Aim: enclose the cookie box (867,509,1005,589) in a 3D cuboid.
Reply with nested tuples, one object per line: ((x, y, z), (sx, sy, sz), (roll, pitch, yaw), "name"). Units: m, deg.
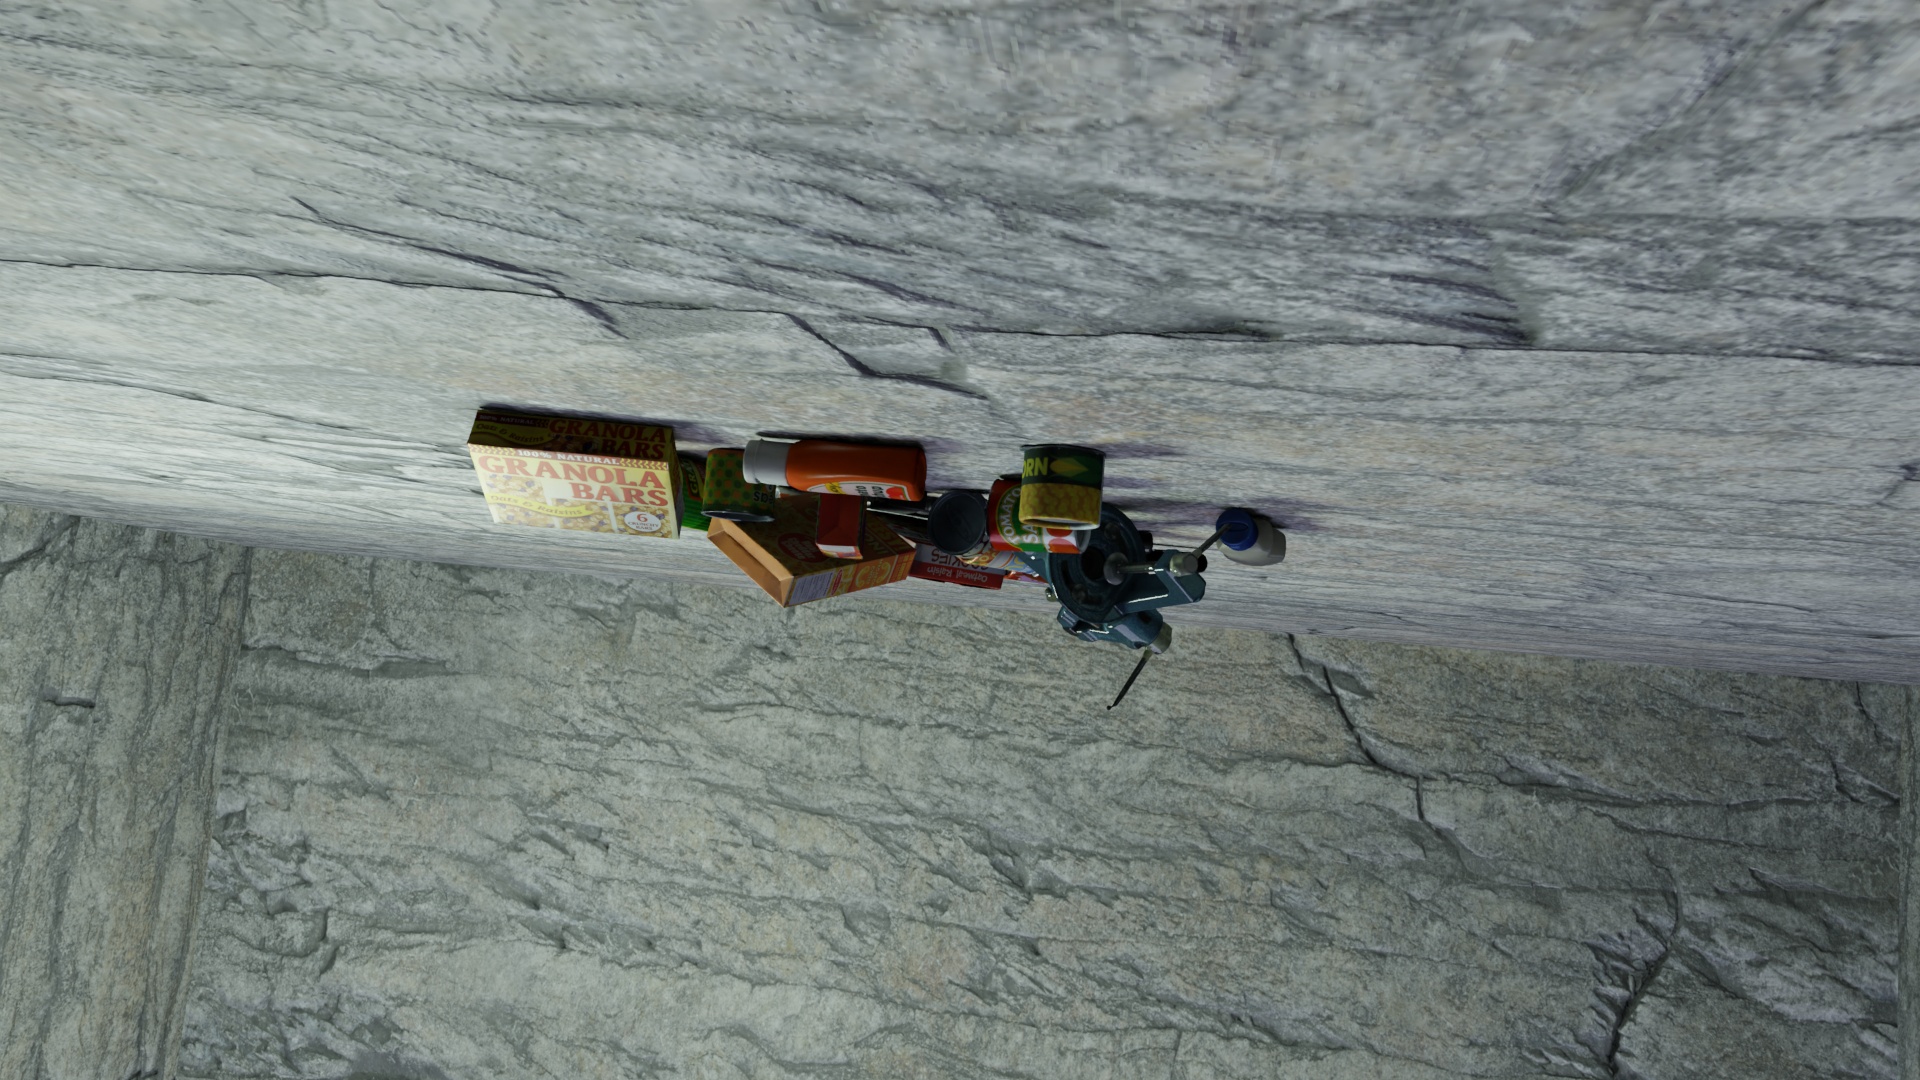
((-0.042, 0.009, 1.556), (0.123, 0.040, 0.167), (9, -170, -32), "cookie box")

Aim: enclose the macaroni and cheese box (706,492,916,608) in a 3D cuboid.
((-0.144, 0.004, 1.360), (0.124, 0.040, 0.167), (39, -149, 30), "macaroni and cheese box")

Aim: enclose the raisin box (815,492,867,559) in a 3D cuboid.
((-0.105, -0.030, 1.247), (0.040, 0.086, 0.123), (4, 174, -1), "raisin box")

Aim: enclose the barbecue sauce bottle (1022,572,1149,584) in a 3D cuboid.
((0.145, 0.031, 1.585), (0.148, 0.064, 0.044), (18, -152, -21), "barbecue sauce bottle")

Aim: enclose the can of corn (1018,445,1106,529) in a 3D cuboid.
((0.079, -0.042, 1.108), (0.071, 0.058, 0.071), (5, 174, 1), "can of corn")

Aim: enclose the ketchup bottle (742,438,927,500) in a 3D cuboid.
((-0.105, -0.061, 1.159), (0.149, 0.043, 0.064), (5, 170, 7), "ketchup bottle")

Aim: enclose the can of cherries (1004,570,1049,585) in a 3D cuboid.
((0.082, 0.014, 1.622), (0.058, 0.071, 0.071), (9, 173, -19), "can of cherries")

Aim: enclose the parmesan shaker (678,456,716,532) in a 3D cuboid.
((-0.261, -0.047, 1.342), (0.071, 0.071, 0.103), (1, 174, 31), "parmesan shaker")

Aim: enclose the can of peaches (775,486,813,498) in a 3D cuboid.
((-0.173, -0.020, 1.481), (0.058, 0.071, 0.071), (9, 173, -21), "can of peaches")

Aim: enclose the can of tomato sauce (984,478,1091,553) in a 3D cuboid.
((0.072, -0.022, 1.264), (0.083, 0.071, 0.071), (2, 173, 18), "can of tomato sauce")

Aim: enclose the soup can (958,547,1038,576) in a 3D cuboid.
((0.045, 0.000, 1.476), (0.084, 0.071, 0.071), (9, 172, -32), "soup can")

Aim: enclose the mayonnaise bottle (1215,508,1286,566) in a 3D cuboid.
((0.287, -0.003, 1.394), (0.065, 0.041, 0.148), (1, 172, 21), "mayonnaise bottle")

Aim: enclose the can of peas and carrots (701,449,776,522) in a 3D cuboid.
((-0.200, -0.050, 1.275), (0.071, 0.059, 0.071), (4, 174, 1), "can of peas and carrots")

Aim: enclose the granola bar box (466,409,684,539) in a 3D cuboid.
((-0.328, -0.056, 1.202), (0.166, 0.039, 0.123), (5, 148, -3), "granola bar box")

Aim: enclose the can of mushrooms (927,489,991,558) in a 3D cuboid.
((0.005, -0.017, 1.383), (0.071, 0.071, 0.033), (2, 172, 28), "can of mushrooms")
